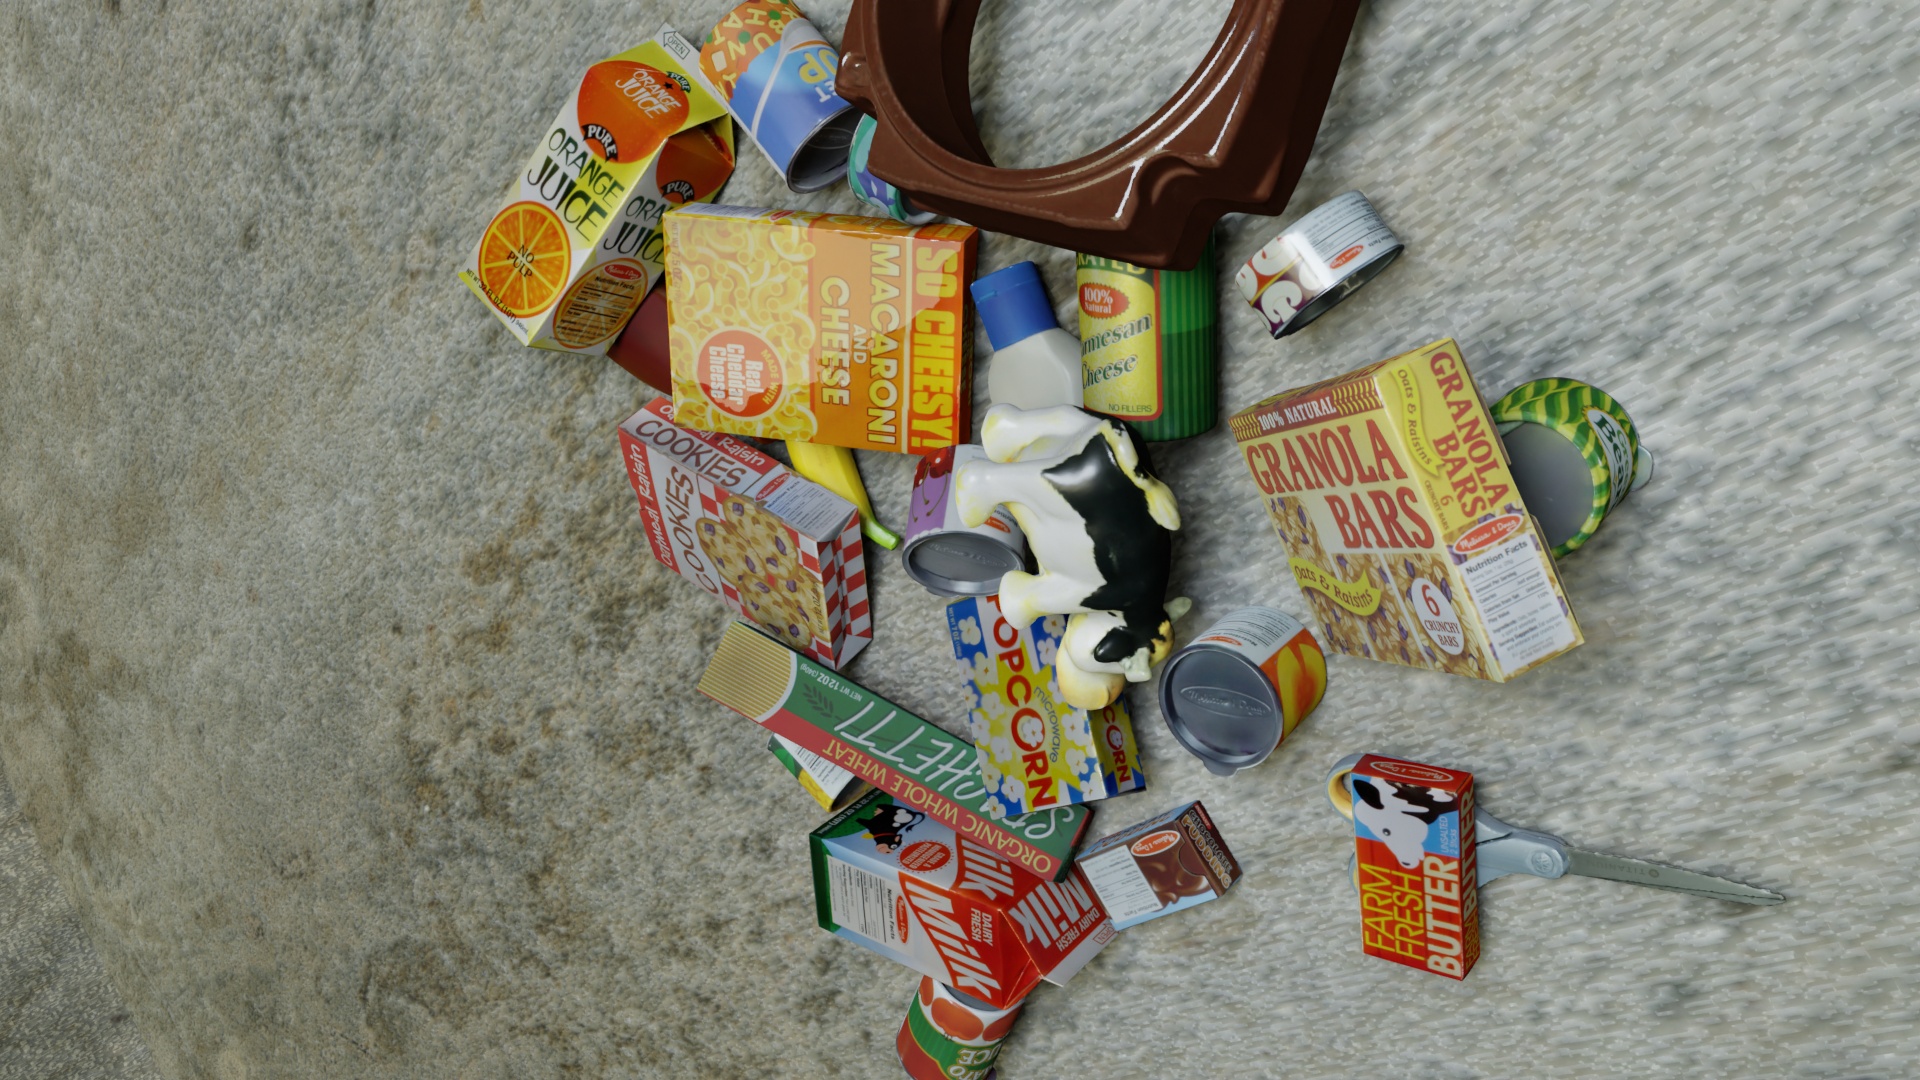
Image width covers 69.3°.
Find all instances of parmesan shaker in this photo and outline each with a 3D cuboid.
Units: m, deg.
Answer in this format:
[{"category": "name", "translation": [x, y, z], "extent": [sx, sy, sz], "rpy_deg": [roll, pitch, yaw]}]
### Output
[{"category": "parmesan shaker", "translation": [0.090, -0.103, 0.658], "extent": [0.071, 0.071, 0.102], "rpy_deg": [9, 113, 36]}]

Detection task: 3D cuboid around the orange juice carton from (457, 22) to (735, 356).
[{"category": "orange juice carton", "translation": [-0.205, -0.207, 0.825], "extent": [0.072, 0.073, 0.192], "rpy_deg": [44, 107, 16]}]

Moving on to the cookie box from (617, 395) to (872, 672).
[{"category": "cookie box", "translation": [-0.134, -0.004, 0.868], "extent": [0.168, 0.040, 0.122], "rpy_deg": [29, 144, 26]}]

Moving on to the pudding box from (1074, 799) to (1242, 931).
[{"category": "pudding box", "translation": [0.111, 0.184, 0.782], "extent": [0.083, 0.030, 0.049], "rpy_deg": [-34, 84, 41]}]

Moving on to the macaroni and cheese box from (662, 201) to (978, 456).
[{"category": "macaroni and cheese box", "translation": [-0.076, -0.116, 0.764], "extent": [0.166, 0.040, 0.123], "rpy_deg": [7, 115, 11]}]

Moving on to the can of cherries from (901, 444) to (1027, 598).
[{"category": "can of cherries", "translation": [0.003, -0.009, 0.752], "extent": [0.071, 0.058, 0.071], "rpy_deg": [4, 148, 3]}]

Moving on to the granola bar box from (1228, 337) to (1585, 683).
[{"category": "granola bar box", "translation": [0.177, -0.010, 0.581], "extent": [0.165, 0.039, 0.124], "rpy_deg": [175, 71, -83]}]

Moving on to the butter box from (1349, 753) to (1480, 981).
[{"category": "butter box", "translation": [0.218, 0.156, 0.667], "extent": [0.053, 0.024, 0.103], "rpy_deg": [5, 112, 38]}]

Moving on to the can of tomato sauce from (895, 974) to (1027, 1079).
[{"category": "can of tomato sauce", "translation": [0.002, 0.304, 0.891], "extent": [0.071, 0.071, 0.082], "rpy_deg": [35, 125, 23]}]

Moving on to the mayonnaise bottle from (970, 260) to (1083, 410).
[{"category": "mayonnaise bottle", "translation": [0.048, -0.070, 0.723], "extent": [0.064, 0.041, 0.148], "rpy_deg": [-18, 95, 40]}]

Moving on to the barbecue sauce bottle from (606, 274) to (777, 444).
[{"category": "barbecue sauce bottle", "translation": [-0.167, -0.114, 0.874], "extent": [0.149, 0.044, 0.064], "rpy_deg": [36, 120, 21]}]

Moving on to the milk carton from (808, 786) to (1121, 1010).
[{"category": "milk carton", "translation": [0.002, 0.222, 0.855], "extent": [0.190, 0.072, 0.073], "rpy_deg": [12, 115, 36]}]

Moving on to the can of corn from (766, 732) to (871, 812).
[{"category": "can of corn", "translation": [-0.079, 0.131, 0.889], "extent": [0.058, 0.071, 0.070], "rpy_deg": [44, 129, 15]}]

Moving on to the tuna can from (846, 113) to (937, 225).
[{"category": "tuna can", "translation": [-0.024, -0.199, 0.710], "extent": [0.033, 0.071, 0.070], "rpy_deg": [32, 125, 23]}]

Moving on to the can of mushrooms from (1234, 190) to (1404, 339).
[{"category": "can of mushrooms", "translation": [0.154, -0.118, 0.604], "extent": [0.070, 0.071, 0.033], "rpy_deg": [-40, 82, 41]}]

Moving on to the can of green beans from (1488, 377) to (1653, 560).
[{"category": "can of green beans", "translation": [0.240, -0.029, 0.576], "extent": [0.071, 0.058, 0.071], "rpy_deg": [15, 117, 33]}]

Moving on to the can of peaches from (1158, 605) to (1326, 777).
[{"category": "can of peaches", "translation": [0.142, 0.074, 0.695], "extent": [0.071, 0.058, 0.071], "rpy_deg": [15, 117, 33]}]

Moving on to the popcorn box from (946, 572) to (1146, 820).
[{"category": "popcorn box", "translation": [0.045, 0.084, 0.766], "extent": [0.085, 0.038, 0.127], "rpy_deg": [-21, 77, 40]}]

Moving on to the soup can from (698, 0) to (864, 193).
[{"category": "soup can", "translation": [-0.089, -0.242, 0.746], "extent": [0.084, 0.071, 0.071], "rpy_deg": [52, 131, 10]}]

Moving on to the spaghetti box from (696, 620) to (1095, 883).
[{"category": "spaghetti box", "translation": [-0.041, 0.124, 0.831], "extent": [0.250, 0.028, 0.050], "rpy_deg": [26, 85, 14]}]
